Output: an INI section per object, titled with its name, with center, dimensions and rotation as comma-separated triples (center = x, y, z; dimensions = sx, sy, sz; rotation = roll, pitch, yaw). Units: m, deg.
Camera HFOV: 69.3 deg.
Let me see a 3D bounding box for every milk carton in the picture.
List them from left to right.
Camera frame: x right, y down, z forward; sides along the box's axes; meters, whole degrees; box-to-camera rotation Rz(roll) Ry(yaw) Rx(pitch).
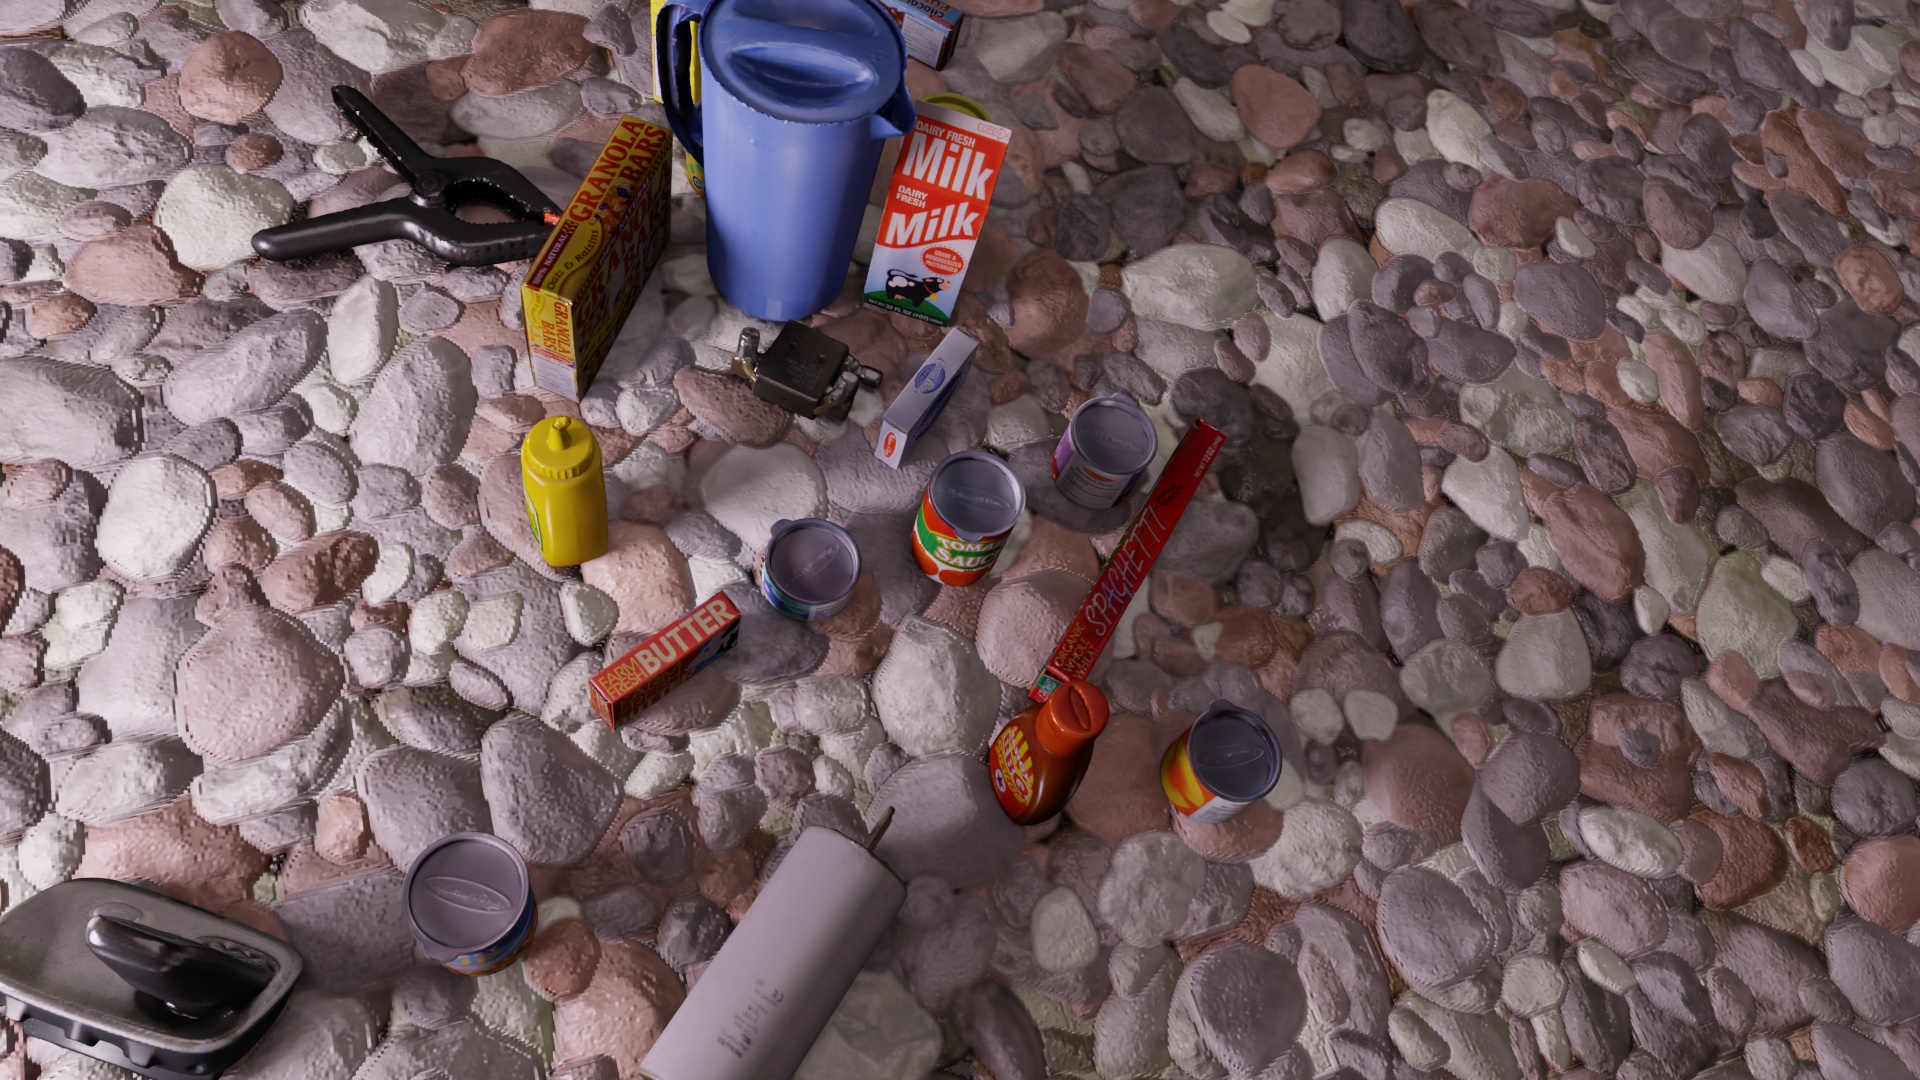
[milk carton]
center = -0.017, -0.247, 1.021
dimensions = 0.072, 0.189, 0.074
rotation = 16, 61, -4

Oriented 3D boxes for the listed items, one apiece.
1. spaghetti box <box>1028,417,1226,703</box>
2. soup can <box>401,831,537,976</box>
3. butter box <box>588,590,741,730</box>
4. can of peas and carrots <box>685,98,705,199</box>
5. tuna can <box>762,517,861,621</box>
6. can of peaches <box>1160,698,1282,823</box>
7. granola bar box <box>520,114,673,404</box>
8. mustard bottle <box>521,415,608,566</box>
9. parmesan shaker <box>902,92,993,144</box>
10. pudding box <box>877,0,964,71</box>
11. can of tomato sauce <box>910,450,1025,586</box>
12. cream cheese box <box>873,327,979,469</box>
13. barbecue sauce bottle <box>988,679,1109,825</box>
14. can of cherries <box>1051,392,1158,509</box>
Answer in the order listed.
[spaghetti box]
center = 0.122, 0.015, 0.998
dimensions = 0.029, 0.050, 0.251
rotation = 32, 61, 4
[soup can]
center = -0.277, 0.210, 0.787
dimensions = 0.071, 0.083, 0.071
rotation = 5, 63, -10
[butter box]
center = -0.189, 0.077, 0.893
dimensions = 0.104, 0.053, 0.024
rotation = -36, 76, -26
[can of peas and carrots]
center = -0.182, -0.304, 1.088
dimensions = 0.071, 0.058, 0.071
rotation = 5, 62, -10
[tuna can]
center = -0.105, 0.019, 0.954
dimensions = 0.071, 0.032, 0.071
rotation = 5, 62, -10
[can of peaches]
center = 0.174, 0.150, 0.936
dimensions = 0.071, 0.057, 0.071
rotation = 5, 62, -10
[granola bar box]
center = -0.254, -0.198, 0.980
dimensions = 0.039, 0.123, 0.166
rotation = 21, 61, -2
[mustard bottle]
center = -0.251, -0.039, 0.878
dimensions = 0.049, 0.159, 0.065
rotation = -15, 68, -19
[parmesan shaker]
center = -0.019, -0.293, 1.094
dimensions = 0.071, 0.102, 0.071
rotation = 5, 63, -10
[pudding box]
center = -0.043, -0.449, 1.200
dimensions = 0.084, 0.049, 0.030
rotation = 28, 61, 2
[can of tomato sauce]
center = 0.003, -0.012, 0.966
dimensions = 0.071, 0.082, 0.071
rotation = 5, 63, -10
[cream cheese box]
center = -0.026, -0.105, 1.025
dimensions = 0.024, 0.053, 0.104
rotation = 33, 61, 5
[barbecue sauce bottle]
center = 0.056, 0.129, 0.868
dimensions = 0.044, 0.147, 0.065
rotation = -12, 67, -18
[can of cherries]
center = 0.107, -0.066, 1.032
dimensions = 0.071, 0.058, 0.072
rotation = 5, 62, -10
